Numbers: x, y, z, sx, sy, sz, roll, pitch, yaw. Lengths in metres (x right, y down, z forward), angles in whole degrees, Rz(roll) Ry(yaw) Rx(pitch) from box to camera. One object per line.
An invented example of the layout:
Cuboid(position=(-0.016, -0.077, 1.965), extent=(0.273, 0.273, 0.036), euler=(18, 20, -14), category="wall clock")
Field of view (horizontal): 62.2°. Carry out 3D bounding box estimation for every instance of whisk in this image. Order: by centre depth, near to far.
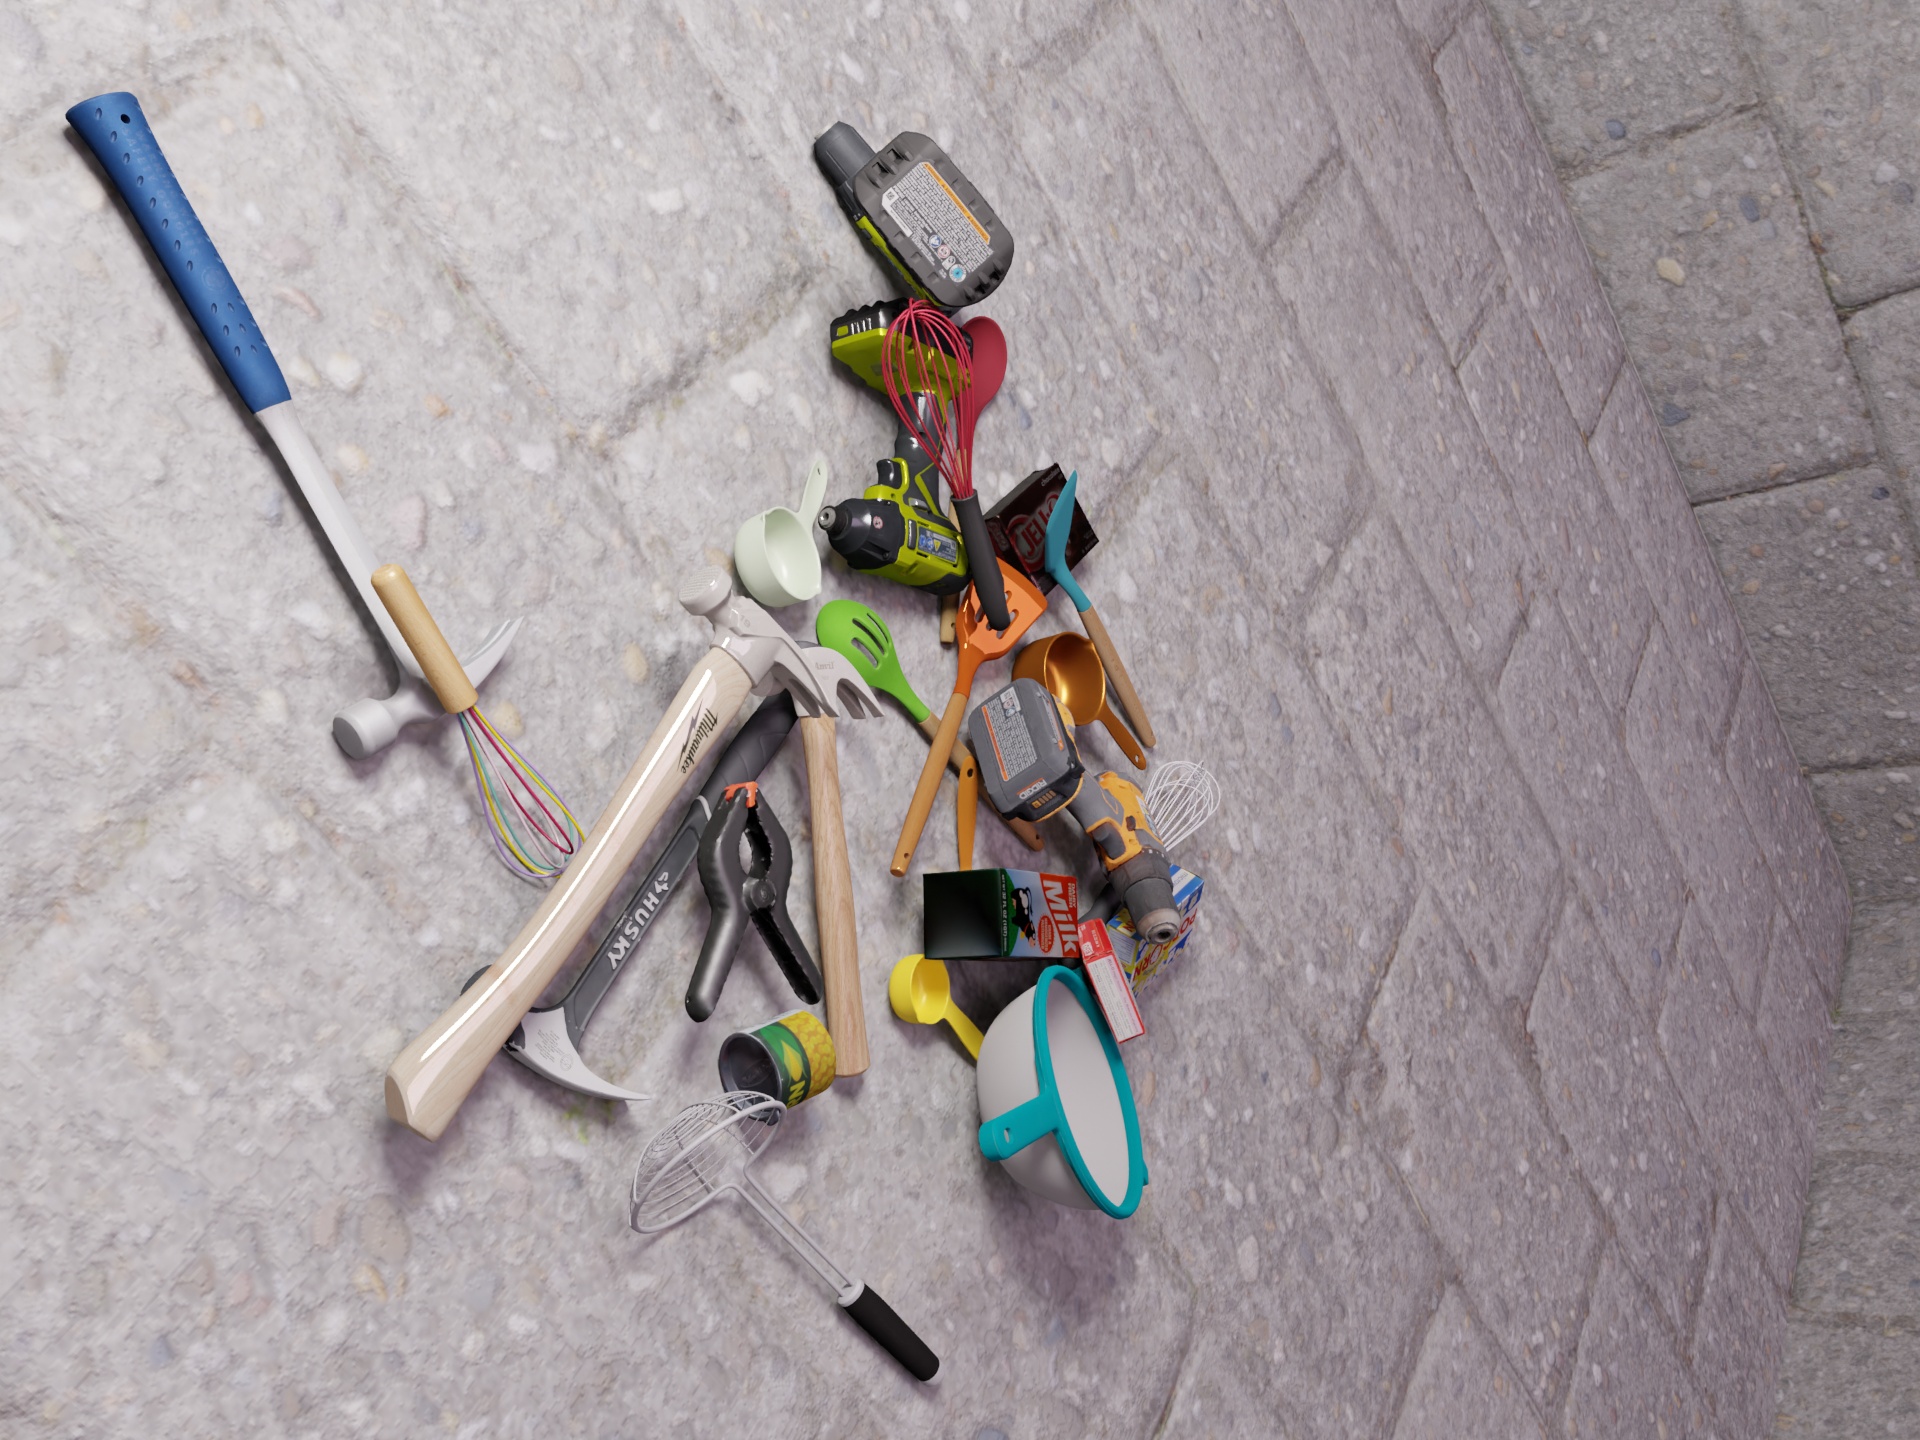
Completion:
Cuboid(position=(-0.303, 0.006, 1.014), extent=(0.051, 0.047, 0.244), euler=(-49, 130, -38), category="whisk")
Cuboid(position=(-0.003, -0.202, 1.302), extent=(0.073, 0.073, 0.295), euler=(-47, 131, -42), category="whisk")
Cuboid(position=(0.166, 0.135, 1.519), extent=(0.285, 0.070, 0.070), euler=(-49, 117, -35), category="whisk")

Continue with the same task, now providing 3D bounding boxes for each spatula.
Cuboid(position=(-0.002, -0.004, 1.335), extent=(0.081, 0.041, 0.323), euler=(37, 49, -21), category="spatula")
Cuboid(position=(0.135, -0.088, 1.500), extent=(0.317, 0.044, 0.082), euler=(60, 41, -36), category="spatula")

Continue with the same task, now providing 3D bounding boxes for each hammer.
Cuboid(position=(-0.414, -0.185, 0.980), extent=(0.144, 0.035, 0.405), euler=(-39, 110, -44), category="hammer")
Cuboid(position=(-0.226, 0.093, 1.043), extent=(0.146, 0.038, 0.411), euler=(49, 58, -31), category="hammer")
Cuboid(position=(-0.192, 0.089, 1.157), extent=(0.149, 0.036, 0.409), euler=(52, 48, -27), category="hammer")
Cuboid(position=(-0.099, 0.109, 1.228), extent=(0.130, 0.031, 0.331), euler=(-11, 96, -55), category="hammer")

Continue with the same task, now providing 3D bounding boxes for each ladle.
Cuboid(position=(0.003, -0.219, 1.441), extent=(0.069, 0.031, 0.315), euler=(19, 69, -40), category="ladle")

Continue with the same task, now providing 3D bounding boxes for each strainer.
Cuboid(position=(0.049, 0.315, 1.268), extent=(0.340, 0.095, 0.211), euler=(9, 62, -69), category="strainer")

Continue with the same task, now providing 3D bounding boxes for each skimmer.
Cuboid(position=(-0.104, 0.395, 1.143), extent=(0.127, 0.090, 0.363), euler=(-41, 118, -9), category="skimmer")

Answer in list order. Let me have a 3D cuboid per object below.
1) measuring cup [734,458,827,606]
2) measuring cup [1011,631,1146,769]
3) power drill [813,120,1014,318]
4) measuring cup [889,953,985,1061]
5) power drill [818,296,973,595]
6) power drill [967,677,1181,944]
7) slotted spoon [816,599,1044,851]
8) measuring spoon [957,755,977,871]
Cuboid(position=(-0.139, -0.156, 1.275), extent=(0.083, 0.038, 0.168), euler=(55, 30, -33), category="measuring cup")
Cuboid(position=(0.112, -0.008, 1.492), extent=(0.173, 0.052, 0.095), euler=(49, 50, -31), category="measuring cup")
Cuboid(position=(-0.044, -0.420, 1.318), extent=(0.080, 0.229, 0.190), euler=(-41, 108, 4), category="power drill")
Cuboid(position=(-0.014, 0.250, 1.326), extent=(0.156, 0.029, 0.062), euler=(56, 41, -39), category="measuring cup")
Cuboid(position=(-0.054, -0.230, 1.338), extent=(0.171, 0.080, 0.223), euler=(14, 73, -52), category="power drill")
Cuboid(position=(0.111, 0.086, 1.394), extent=(0.226, 0.084, 0.186), euler=(41, 22, -39), category="power drill")
Cuboid(position=(-0.016, 0.012, 1.369), extent=(0.313, 0.031, 0.070), euler=(49, 47, -30), category="slotted spoon")
Cuboid(position=(0.008, 0.089, 1.371), extent=(0.021, 0.011, 0.117), euler=(0, 93, -40), category="measuring spoon")
